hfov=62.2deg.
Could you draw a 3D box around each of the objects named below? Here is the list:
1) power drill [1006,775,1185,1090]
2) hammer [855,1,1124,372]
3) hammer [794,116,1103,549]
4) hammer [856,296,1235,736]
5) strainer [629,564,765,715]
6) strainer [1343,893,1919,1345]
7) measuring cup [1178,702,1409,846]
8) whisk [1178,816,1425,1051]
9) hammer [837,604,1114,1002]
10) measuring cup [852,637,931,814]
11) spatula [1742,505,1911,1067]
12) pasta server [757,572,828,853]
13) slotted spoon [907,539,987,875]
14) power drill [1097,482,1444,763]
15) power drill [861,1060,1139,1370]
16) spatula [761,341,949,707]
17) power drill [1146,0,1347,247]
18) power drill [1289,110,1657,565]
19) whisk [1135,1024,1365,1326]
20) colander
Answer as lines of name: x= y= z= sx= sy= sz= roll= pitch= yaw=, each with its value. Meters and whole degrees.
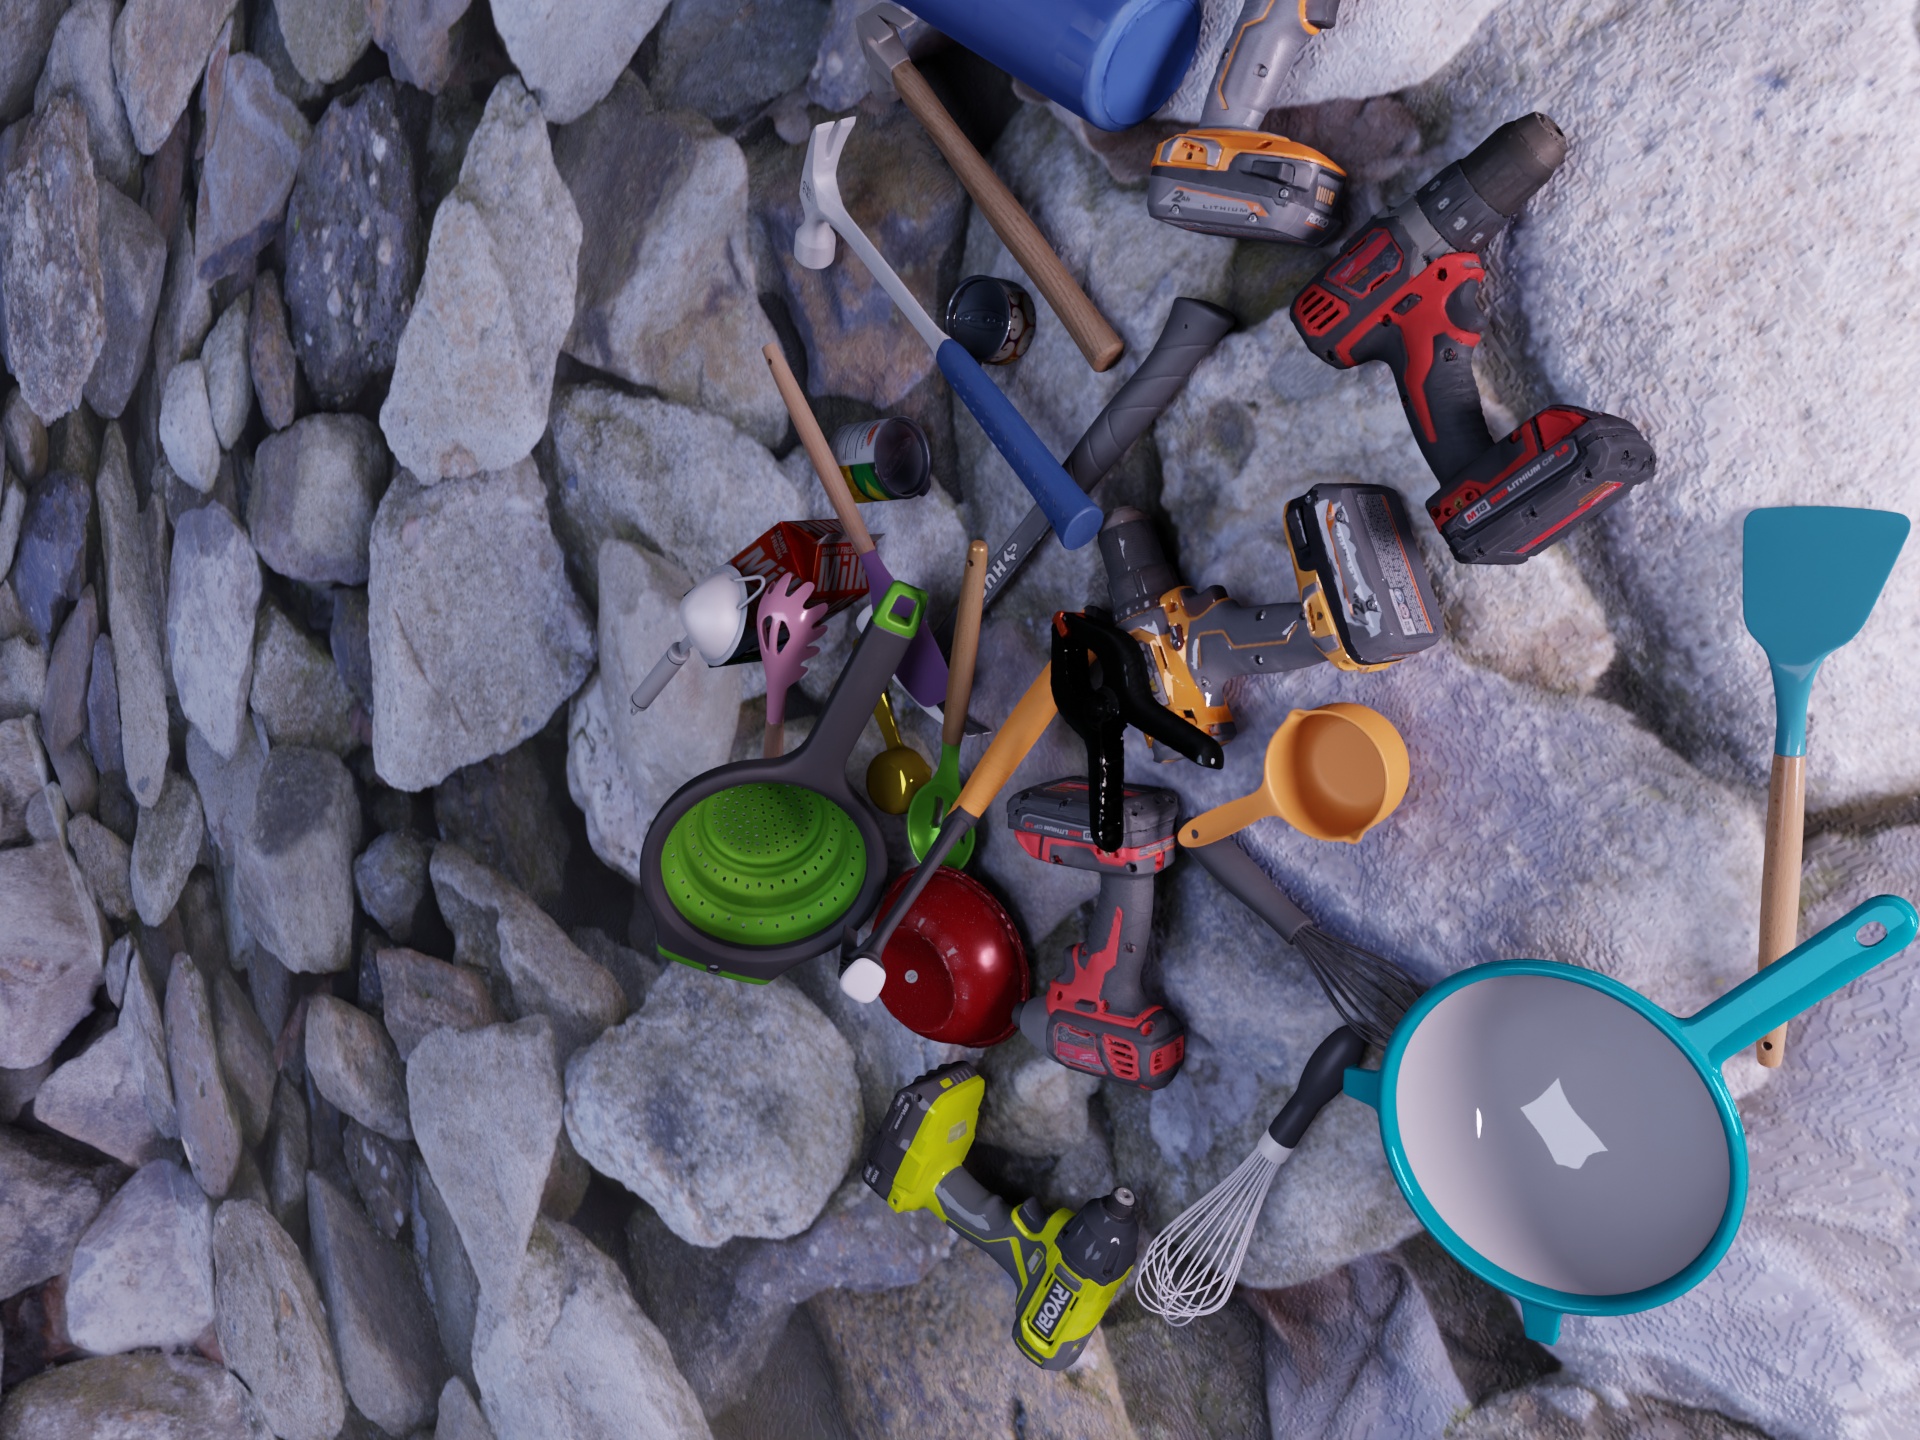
power drill: x=0.097 y=0.159 z=1.192 sx=0.143 sy=0.078 sz=0.219 roll=7 pitch=103 yaw=41
hammer: x=0.018 y=-0.395 z=1.177 sx=0.031 sy=0.130 sz=0.331 roll=-34 pitch=79 yaw=0
hammer: x=-0.017 y=-0.289 z=1.196 sx=0.406 sy=0.035 sz=0.144 roll=55 pitch=154 yaw=25
hammer: x=0.067 y=-0.153 z=1.200 sx=0.149 sy=0.036 sz=0.408 roll=55 pitch=126 yaw=20
strainer: x=-0.245 y=-0.061 z=1.388 sx=0.258 sy=0.050 sz=0.087 roll=-40 pitch=54 yaw=49
strainer: x=0.402 y=0.196 z=0.917 sx=0.340 sy=0.095 sz=0.211 roll=-48 pitch=68 yaw=32
measuring cup: x=0.224 y=0.047 z=1.077 sx=0.173 sy=0.052 sz=0.095 roll=-30 pitch=81 yaw=42
whisk: x=0.234 y=0.143 z=1.091 sx=0.239 sy=0.055 sz=0.055 roll=45 pitch=122 yaw=33
hammer: x=0.012 y=0.057 z=1.200 sx=0.034 sy=0.127 sz=0.337 roll=34 pitch=95 yaw=-8
measuring cup: x=-0.071 y=0.005 z=1.343 sx=0.062 sy=0.029 sz=0.156 roll=-24 pitch=83 yaw=41
spatula: x=0.466 y=0.042 z=0.888 sx=0.082 sy=0.044 sz=0.317 roll=8 pitch=106 yaw=40
pasta server: x=-0.157 y=0.015 z=1.375 sx=0.060 sy=0.040 sz=0.316 roll=24 pitch=131 yaw=18
slotted spoon: x=-0.002 y=-0.004 z=1.230 sx=0.070 sy=0.031 sz=0.313 roll=32 pitch=134 yaw=28
power drill: x=0.191 y=-0.088 z=1.074 sx=0.226 sy=0.084 sz=0.185 roll=-26 pitch=77 yaw=45
power drill: x=0.037 y=0.384 z=1.275 sx=0.223 sy=0.080 sz=0.171 roll=37 pitch=119 yaw=27
spatula: x=-0.087 y=-0.155 z=1.267 sx=0.060 sy=0.018 sz=0.316 roll=-25 pitch=91 yaw=45
power drill: x=0.213 y=-0.423 z=1.007 sx=0.164 sy=0.084 sz=0.226 roll=21 pitch=105 yaw=37
power drill: x=0.318 y=-0.225 z=0.946 sx=0.188 sy=0.080 sz=0.227 roll=-40 pitch=67 yaw=37
whisk: x=0.208 y=0.325 z=1.131 sx=0.070 sy=0.070 sz=0.284 roll=41 pitch=116 yaw=30
colander: x=-0.130 y=0.038 z=1.320 sx=0.397 sy=0.204 sz=0.095 roll=-60 pitch=21 yaw=24
